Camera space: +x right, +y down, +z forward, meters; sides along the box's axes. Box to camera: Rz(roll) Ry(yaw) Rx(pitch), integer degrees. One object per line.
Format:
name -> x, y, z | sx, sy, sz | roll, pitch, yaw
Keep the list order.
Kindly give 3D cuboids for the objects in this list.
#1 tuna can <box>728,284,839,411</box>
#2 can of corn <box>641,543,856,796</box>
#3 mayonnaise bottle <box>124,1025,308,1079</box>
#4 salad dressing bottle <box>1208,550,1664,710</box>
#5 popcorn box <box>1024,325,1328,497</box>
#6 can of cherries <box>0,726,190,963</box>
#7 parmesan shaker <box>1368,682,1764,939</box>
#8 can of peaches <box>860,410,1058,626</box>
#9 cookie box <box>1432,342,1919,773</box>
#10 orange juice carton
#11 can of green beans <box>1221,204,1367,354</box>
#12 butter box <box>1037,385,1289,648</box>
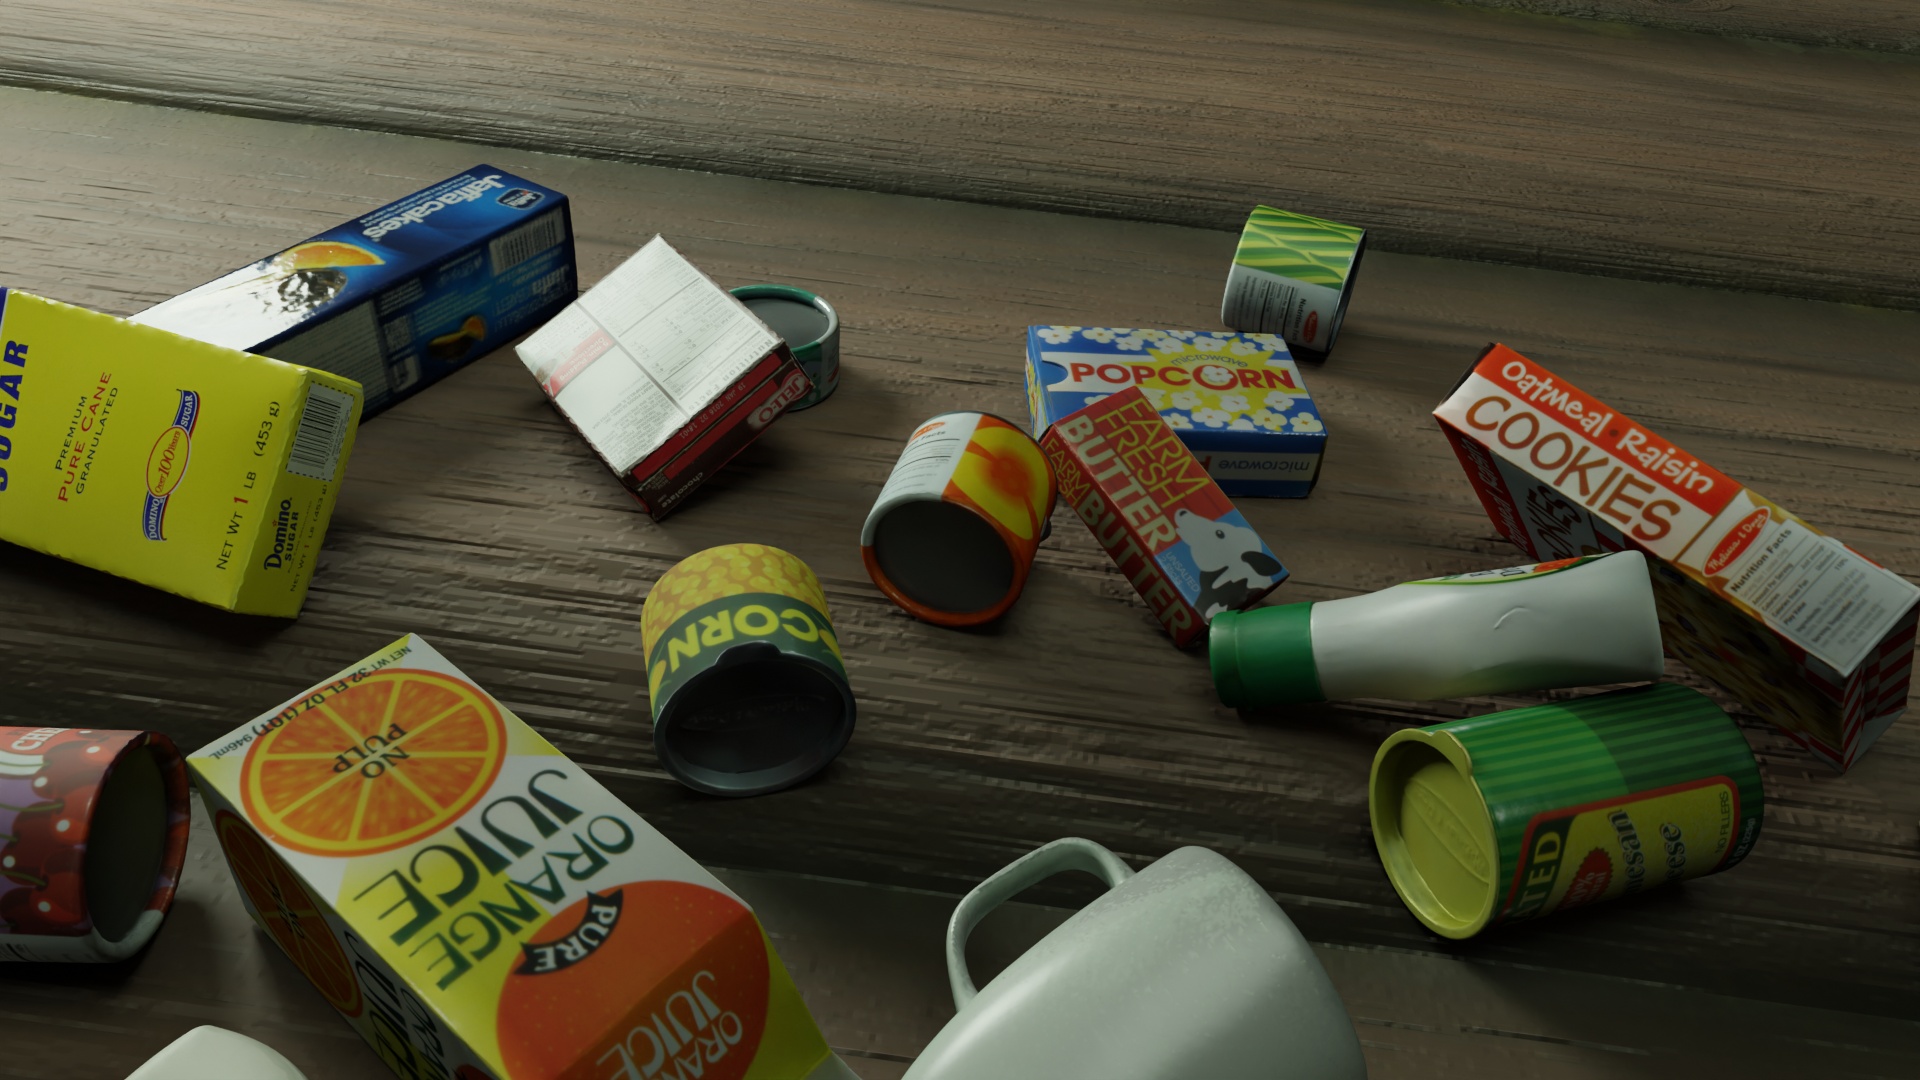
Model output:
tuna can -> -0.093, -0.093, 0.664 | 0.071, 0.032, 0.071 | 4, 39, -3
can of corn -> -0.073, 0.041, 0.472 | 0.071, 0.070, 0.058 | -6, 40, -14
mayonnaise bottle -> -0.144, 0.174, 0.325 | 0.148, 0.041, 0.065 | 22, 43, 17
salad dressing bottle -> 0.164, 0.035, 0.491 | 0.147, 0.044, 0.064 | -9, -9, 22
popcorn box -> 0.096, -0.061, 0.644 | 0.127, 0.038, 0.085 | 1, 40, -6
can of cherries -> -0.264, 0.084, 0.397 | 0.058, 0.071, 0.072 | 3, 39, -4
parmesan shaker -> 0.197, 0.084, 0.452 | 0.103, 0.071, 0.071 | -8, 41, -16
can of peaches -> 0.002, -0.007, 0.546 | 0.071, 0.070, 0.058 | 14, 40, 9
cookie box -> 0.267, 0.005, 0.524 | 0.040, 0.122, 0.168 | -48, 52, 4
orange juice carton -> -0.119, 0.112, 0.378 | 0.193, 0.072, 0.072 | 31, 45, 27
can of green beans -> 0.174, -0.136, 0.724 | 0.058, 0.070, 0.071 | 18, 41, 16
butter box -> 0.080, -0.011, 0.563 | 0.053, 0.024, 0.103 | -28, 73, -34
